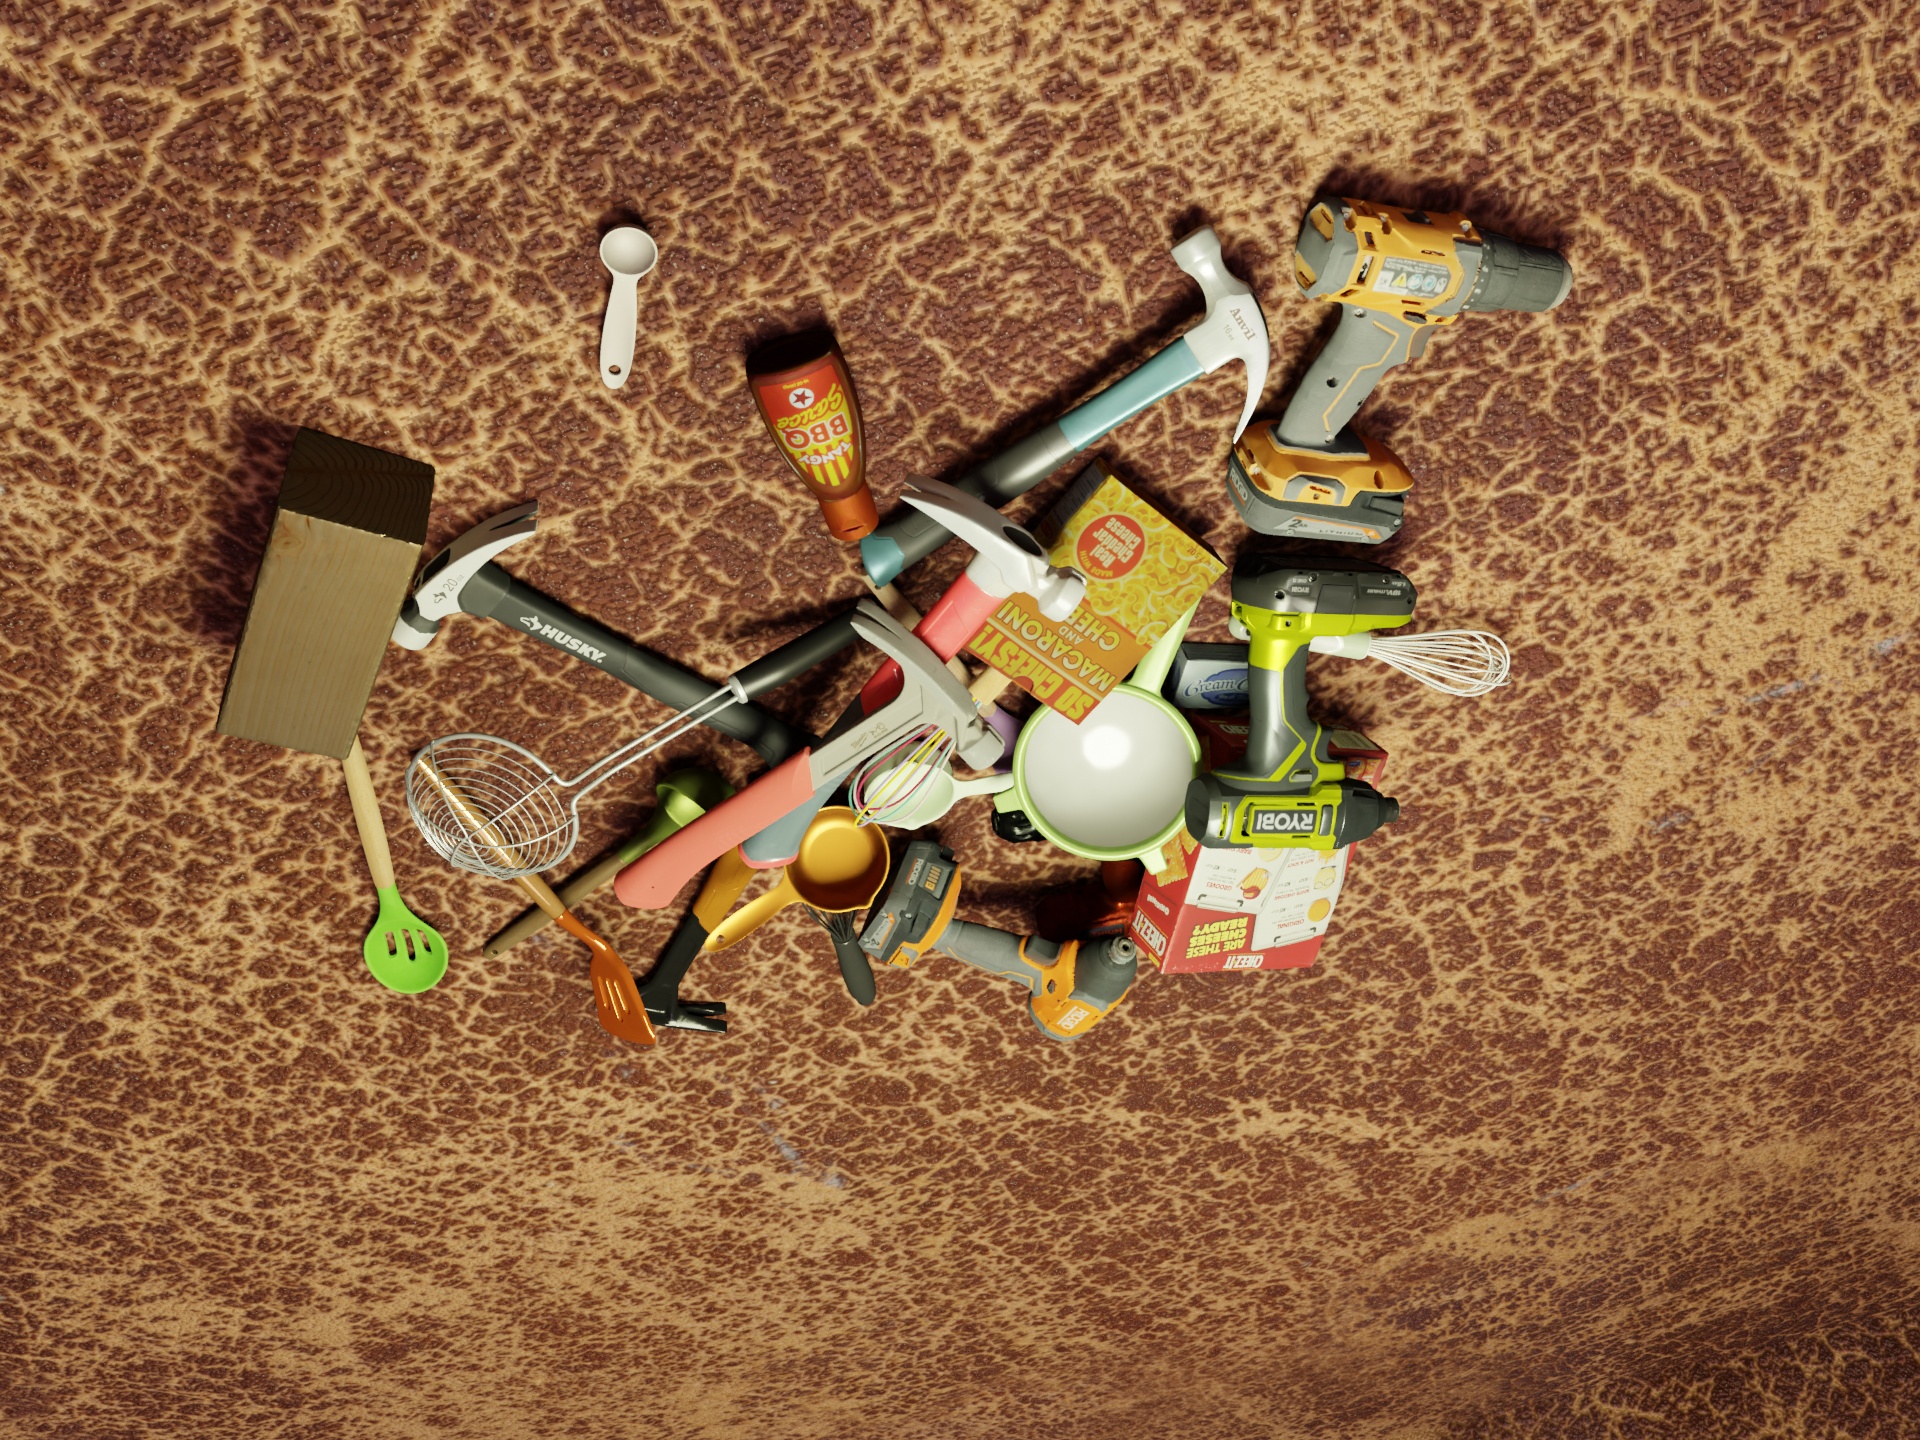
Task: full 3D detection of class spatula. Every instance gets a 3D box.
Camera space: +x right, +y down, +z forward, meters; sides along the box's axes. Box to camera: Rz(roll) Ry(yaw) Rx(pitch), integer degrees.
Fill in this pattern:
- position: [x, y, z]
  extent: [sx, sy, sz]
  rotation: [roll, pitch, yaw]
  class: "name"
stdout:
- position: [0.008, -0.022, 1.269]
  extent: [0.060, 0.018, 0.315]
  rotation: [-28, 134, 14]
  class: "spatula"
- position: [-0.353, 0.150, 1.315]
  extent: [0.081, 0.041, 0.322]
  rotation: [1, 134, 44]
  class: "spatula"

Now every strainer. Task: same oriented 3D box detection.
- position: [0.138, -0.014, 1.267]
  extent: [0.151, 0.069, 0.256]
  rotation: [22, 108, 0]
  class: "strainer"

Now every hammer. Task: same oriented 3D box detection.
- position: [-0.211, 0.164, 1.401]
  extent: [0.127, 0.034, 0.336]
  rotation: [15, 130, -23]
  class: "hammer"
- position: [-0.144, 0.048, 1.191]
  extent: [0.359, 0.037, 0.149]
  rotation: [-31, 115, 31]
  class: "hammer"
- position: [0.062, -0.189, 1.083]
  extent: [0.331, 0.033, 0.128]
  rotation: [-30, 105, 25]
  class: "hammer"
- position: [-0.076, -0.015, 1.173]
  extent: [0.143, 0.038, 0.386]
  rotation: [32, 128, -14]
  class: "hammer"
- position: [-0.240, -0.043, 1.189]
  extent: [0.334, 0.035, 0.146]
  rotation: [29, 124, -33]
  class: "hammer"

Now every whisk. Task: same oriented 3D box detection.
- position: [-0.104, 0.196, 1.446]
  extent: [0.055, 0.055, 0.238]
  rotation: [-11, 140, 0]
  class: "whisk"
- position: [-0.002, -0.004, 1.242]
  extent: [0.245, 0.051, 0.047]
  rotation: [-46, 142, 11]
  class: "whisk"
- position: [0.330, -0.059, 1.274]
  extent: [0.246, 0.059, 0.057]
  rotation: [9, 120, -12]
  class: "whisk"

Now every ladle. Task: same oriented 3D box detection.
- position: [-0.304, 0.134, 1.339]
  extent: [0.320, 0.062, 0.078]
  rotation: [-34, 112, 26]
  class: "ladle"

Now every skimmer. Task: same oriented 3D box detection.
- position: [-0.227, -0.003, 1.169]
  extent: [0.363, 0.090, 0.127]
  rotation: [-31, 121, -15]
  class: "skimmer"

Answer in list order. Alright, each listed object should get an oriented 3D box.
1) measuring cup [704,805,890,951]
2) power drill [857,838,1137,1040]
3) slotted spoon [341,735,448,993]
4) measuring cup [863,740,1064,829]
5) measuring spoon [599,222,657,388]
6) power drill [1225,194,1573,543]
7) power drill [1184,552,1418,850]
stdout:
- position: [-0.137, 0.139, 1.324]
  extent: [0.173, 0.095, 0.052]
  rotation: [-34, 176, -2]
  class: "measuring cup"
- position: [0.040, 0.190, 1.372]
  extent: [0.226, 0.084, 0.164]
  rotation: [26, 146, -5]
  class: "power drill"
- position: [-0.476, 0.116, 1.309]
  extent: [0.070, 0.031, 0.313]
  rotation: [-3, 133, -8]
  class: "slotted spoon"
- position: [0.001, 0.044, 1.321]
  extent: [0.167, 0.038, 0.083]
  rotation: [-8, 135, -6]
  class: "measuring cup"
- position: [-0.212, -0.260, 0.996]
  extent: [0.034, 0.018, 0.124]
  rotation: [5, 140, -15]
  class: "measuring spoon"
- position: [0.292, -0.233, 1.073]
  extent: [0.185, 0.084, 0.226]
  rotation: [3, 129, -15]
  class: "power drill"
- position: [0.270, -0.011, 1.217]
  extent: [0.171, 0.080, 0.223]
  rotation: [1, 105, -15]
  class: "power drill"
